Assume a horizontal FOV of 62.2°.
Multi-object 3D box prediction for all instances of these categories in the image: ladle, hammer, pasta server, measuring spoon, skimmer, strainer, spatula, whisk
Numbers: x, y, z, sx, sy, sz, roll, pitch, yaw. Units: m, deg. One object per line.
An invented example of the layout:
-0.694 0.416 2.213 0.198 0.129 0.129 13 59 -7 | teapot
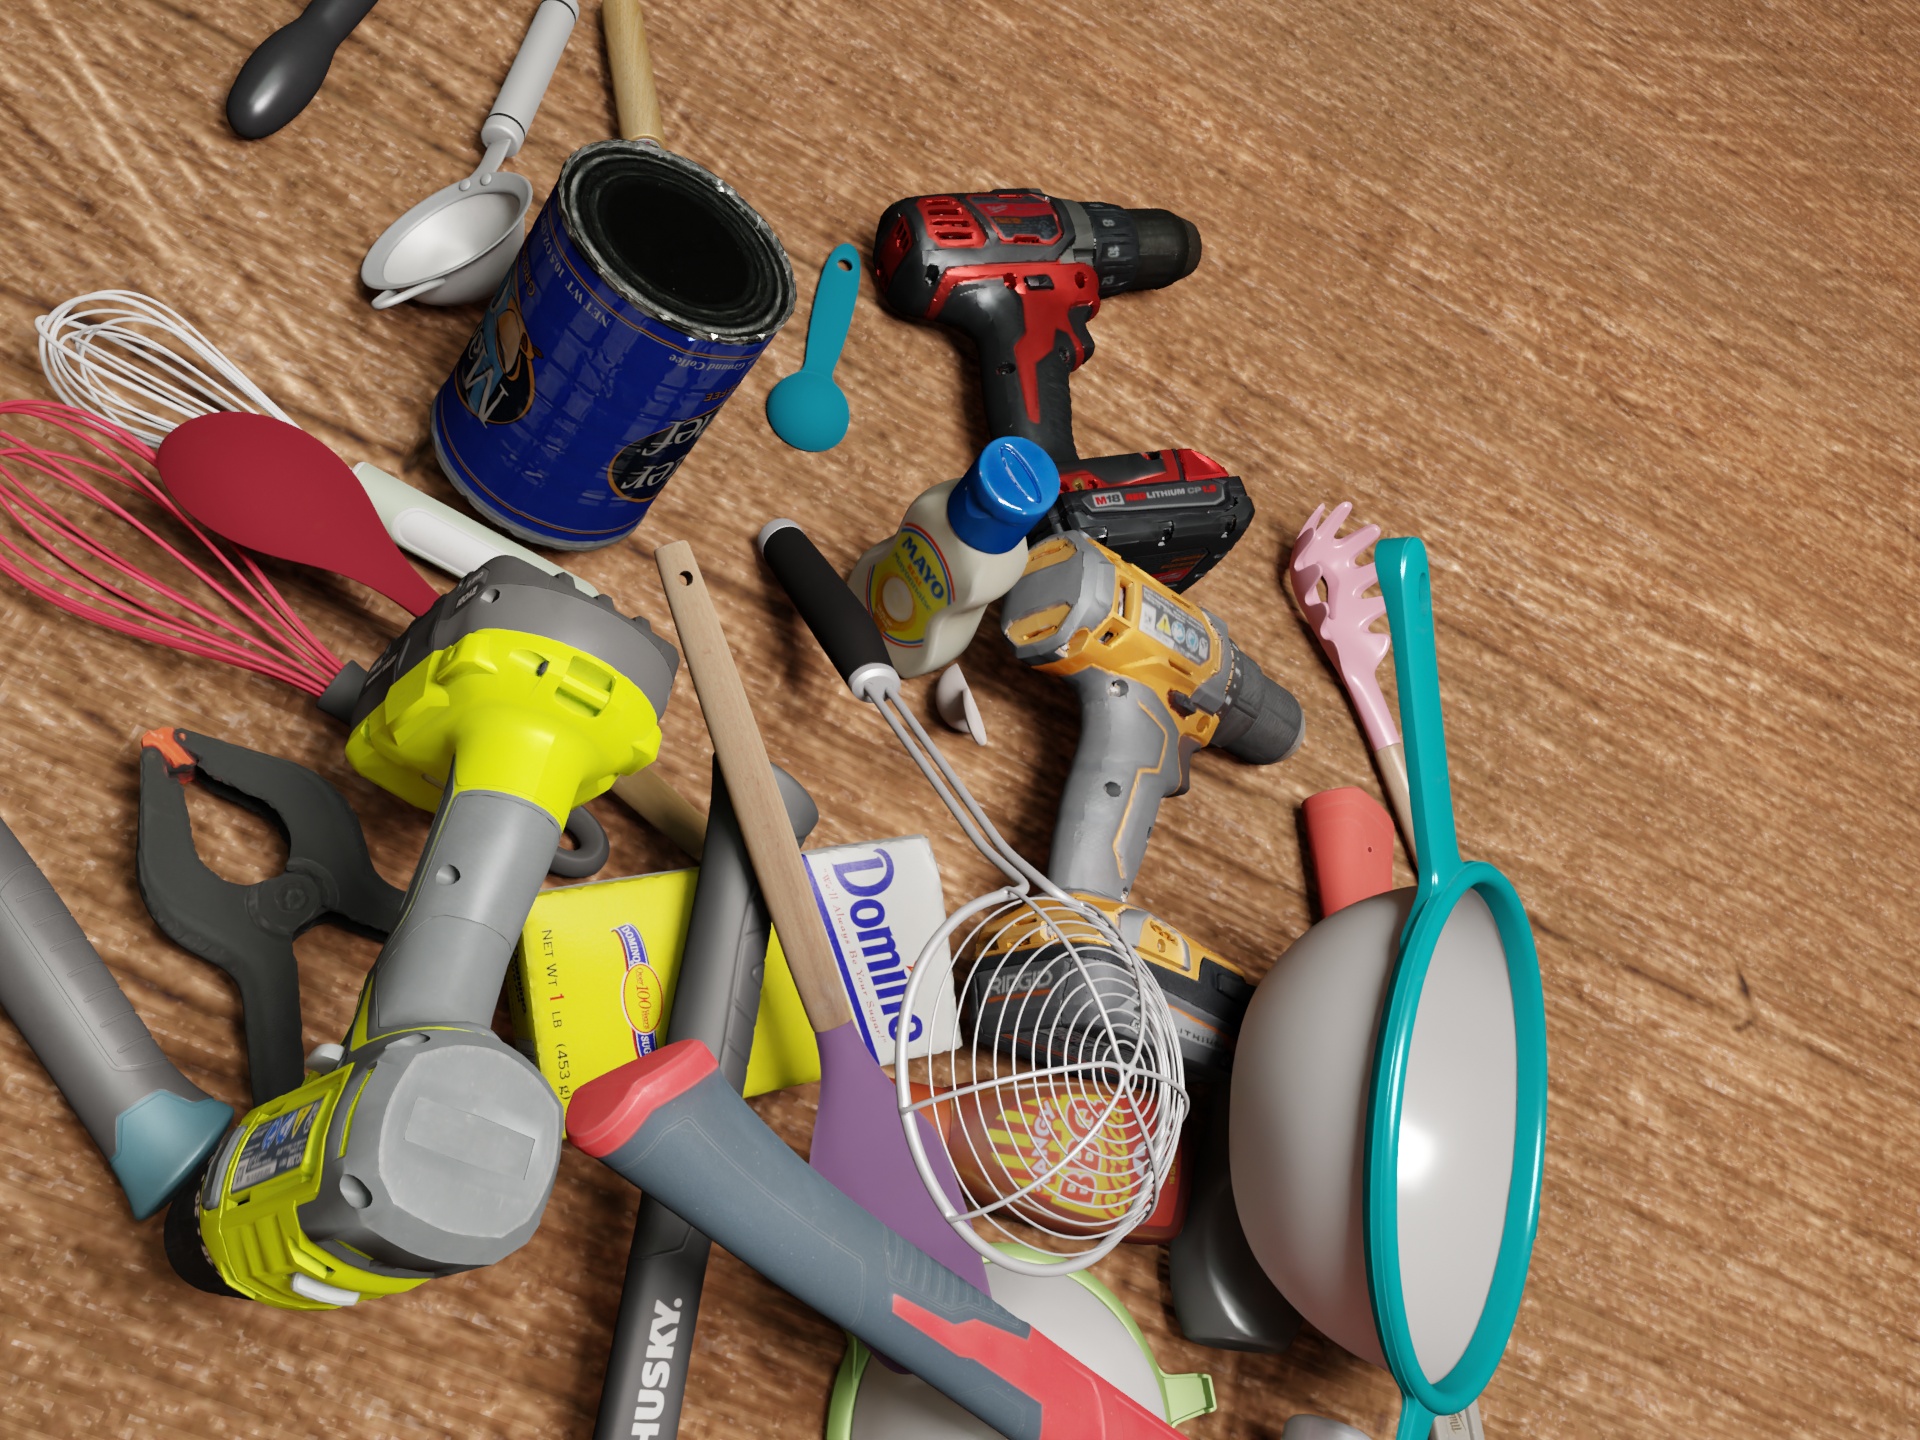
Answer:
-0.181 -0.015 0.643 0.315 0.031 0.069 43 38 -16 | ladle
0.016 0.237 0.532 0.386 0.038 0.143 43 51 -27 | hammer
0.237 0.037 0.824 0.060 0.040 0.316 -8 73 -37 | pasta server
0.197 0.206 0.737 0.149 0.036 0.359 2 69 -23 | hammer
-0.065 -0.193 0.797 0.042 0.021 0.129 17 64 -16 | measuring spoon
-0.025 0.043 0.630 0.127 0.090 0.364 15 27 -38 | skimmer
-0.366 0.030 0.569 0.128 0.033 0.331 -34 85 -31 | hammer
-0.010 0.243 0.613 0.256 0.069 0.151 44 59 -3 | strainer
-0.057 0.087 0.577 0.059 0.018 0.316 -19 94 -21 | spatula
-0.217 -0.271 0.754 0.087 0.050 0.259 -4 56 22 | strainer
-0.263 -0.027 0.626 0.295 0.073 0.073 37 59 -13 | whisk
0.156 0.099 0.634 0.211 0.095 0.340 -24 109 -53 | strainer
-0.271 -0.383 0.772 0.070 0.070 0.285 29 66 -10 | whisk
-0.262 -0.101 0.663 0.246 0.059 0.058 29 101 -15 | whisk
-0.156 -0.261 0.778 0.051 0.047 0.245 4 63 -35 | whisk
-0.106 0.174 0.568 0.146 0.035 0.335 16 76 -29 | hammer
-0.001 -0.002 0.700 0.018 0.124 0.034 -22 97 1 | measuring spoon

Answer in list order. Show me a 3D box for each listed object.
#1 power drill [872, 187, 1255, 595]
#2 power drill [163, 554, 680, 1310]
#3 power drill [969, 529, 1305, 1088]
0.071 -0.176 0.821 0.188 0.080 0.227 -10 70 -27 | power drill
-0.181 0.076 0.523 0.080 0.190 0.229 31 50 -31 | power drill
0.091 0.048 0.722 0.185 0.084 0.226 27 59 -38 | power drill
